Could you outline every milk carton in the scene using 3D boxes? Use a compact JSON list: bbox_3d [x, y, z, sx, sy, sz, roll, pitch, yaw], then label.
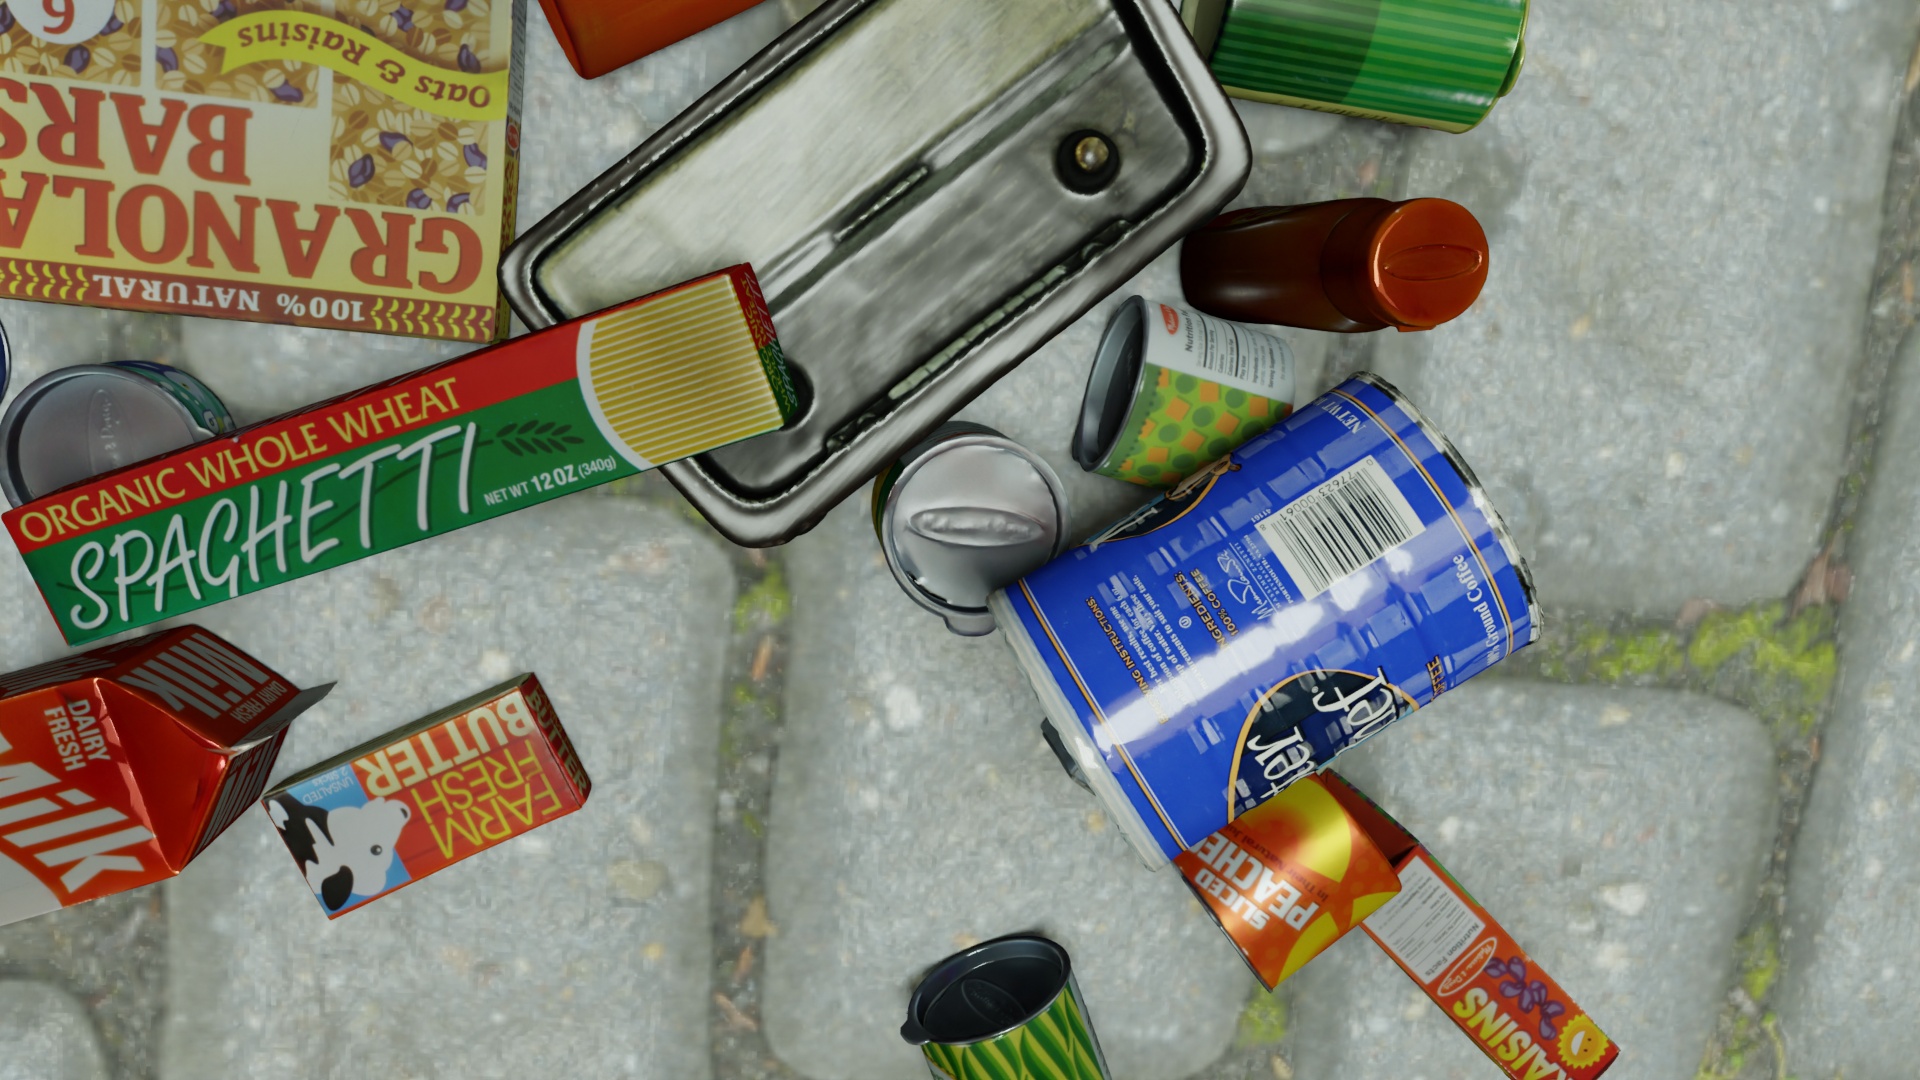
[{"bbox_3d":[-0.316,0.083,0.471,0.191,0.072,0.073,-15,101,-5],"label":"milk carton"}]

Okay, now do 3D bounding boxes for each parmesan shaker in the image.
[{"bbox_3d":[0.135,-0.182,0.485,0.103,0.071,0.071,6,99,-9],"label":"parmesan shaker"}]

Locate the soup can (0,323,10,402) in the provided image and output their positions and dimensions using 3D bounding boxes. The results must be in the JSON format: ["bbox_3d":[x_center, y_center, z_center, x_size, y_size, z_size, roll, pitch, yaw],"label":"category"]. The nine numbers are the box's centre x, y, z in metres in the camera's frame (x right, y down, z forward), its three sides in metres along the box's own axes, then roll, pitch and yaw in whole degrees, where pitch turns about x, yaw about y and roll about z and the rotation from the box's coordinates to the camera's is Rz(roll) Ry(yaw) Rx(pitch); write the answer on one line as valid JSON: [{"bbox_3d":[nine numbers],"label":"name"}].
[{"bbox_3d":[-0.356,-0.053,0.436,0.071,0.084,0.071,-1,101,-7],"label":"soup can"}]

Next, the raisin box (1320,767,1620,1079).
[{"bbox_3d":[0.186,0.155,0.545,0.040,0.086,0.123,-46,102,1],"label":"raisin box"}]

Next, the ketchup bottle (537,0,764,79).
[{"bbox_3d":[-0.070,-0.208,0.461,0.149,0.064,0.043,-28,76,-10],"label":"ketchup bottle"}]

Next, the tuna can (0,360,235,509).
[{"bbox_3d":[-0.284,-0.029,0.476,0.071,0.033,0.071,-1,100,-7],"label":"tuna can"}]

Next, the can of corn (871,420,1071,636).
[{"bbox_3d":[0.002,-0.006,0.505,0.071,0.058,0.071,-1,100,-8],"label":"can of corn"}]

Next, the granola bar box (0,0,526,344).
[{"bbox_3d":[-0.234,-0.135,0.461,0.166,0.039,0.124,5,99,-9],"label":"granola bar box"}]

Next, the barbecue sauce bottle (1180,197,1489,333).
[{"bbox_3d":[0.122,-0.091,0.460,0.065,0.149,0.043,-5,102,-6],"label":"barbecue sauce bottle"}]

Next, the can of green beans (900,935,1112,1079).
[{"bbox_3d":[0.020,0.197,0.540,0.071,0.071,0.057,-20,103,-4],"label":"can of green beans"}]

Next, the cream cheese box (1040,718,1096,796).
[{"bbox_3d":[0.075,0.047,0.527,0.024,0.053,0.103,37,94,-14],"label":"cream cheese box"}]

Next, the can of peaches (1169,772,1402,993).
[{"bbox_3d":[0.108,0.110,0.477,0.058,0.071,0.071,-37,103,0],"label":"can of peaches"}]

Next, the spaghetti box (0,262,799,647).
[{"bbox_3d":[-0.176,-0.025,0.435,0.250,0.029,0.050,-17,105,7],"label":"spaghetti box"}]

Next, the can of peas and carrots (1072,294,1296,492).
[{"bbox_3d":[0.080,-0.048,0.506,0.059,0.071,0.071,14,98,-10],"label":"can of peas and carrots"}]

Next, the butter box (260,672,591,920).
[{"bbox_3d":[-0.196,0.094,0.514,0.103,0.024,0.053,-24,102,-3],"label":"butter box"}]
